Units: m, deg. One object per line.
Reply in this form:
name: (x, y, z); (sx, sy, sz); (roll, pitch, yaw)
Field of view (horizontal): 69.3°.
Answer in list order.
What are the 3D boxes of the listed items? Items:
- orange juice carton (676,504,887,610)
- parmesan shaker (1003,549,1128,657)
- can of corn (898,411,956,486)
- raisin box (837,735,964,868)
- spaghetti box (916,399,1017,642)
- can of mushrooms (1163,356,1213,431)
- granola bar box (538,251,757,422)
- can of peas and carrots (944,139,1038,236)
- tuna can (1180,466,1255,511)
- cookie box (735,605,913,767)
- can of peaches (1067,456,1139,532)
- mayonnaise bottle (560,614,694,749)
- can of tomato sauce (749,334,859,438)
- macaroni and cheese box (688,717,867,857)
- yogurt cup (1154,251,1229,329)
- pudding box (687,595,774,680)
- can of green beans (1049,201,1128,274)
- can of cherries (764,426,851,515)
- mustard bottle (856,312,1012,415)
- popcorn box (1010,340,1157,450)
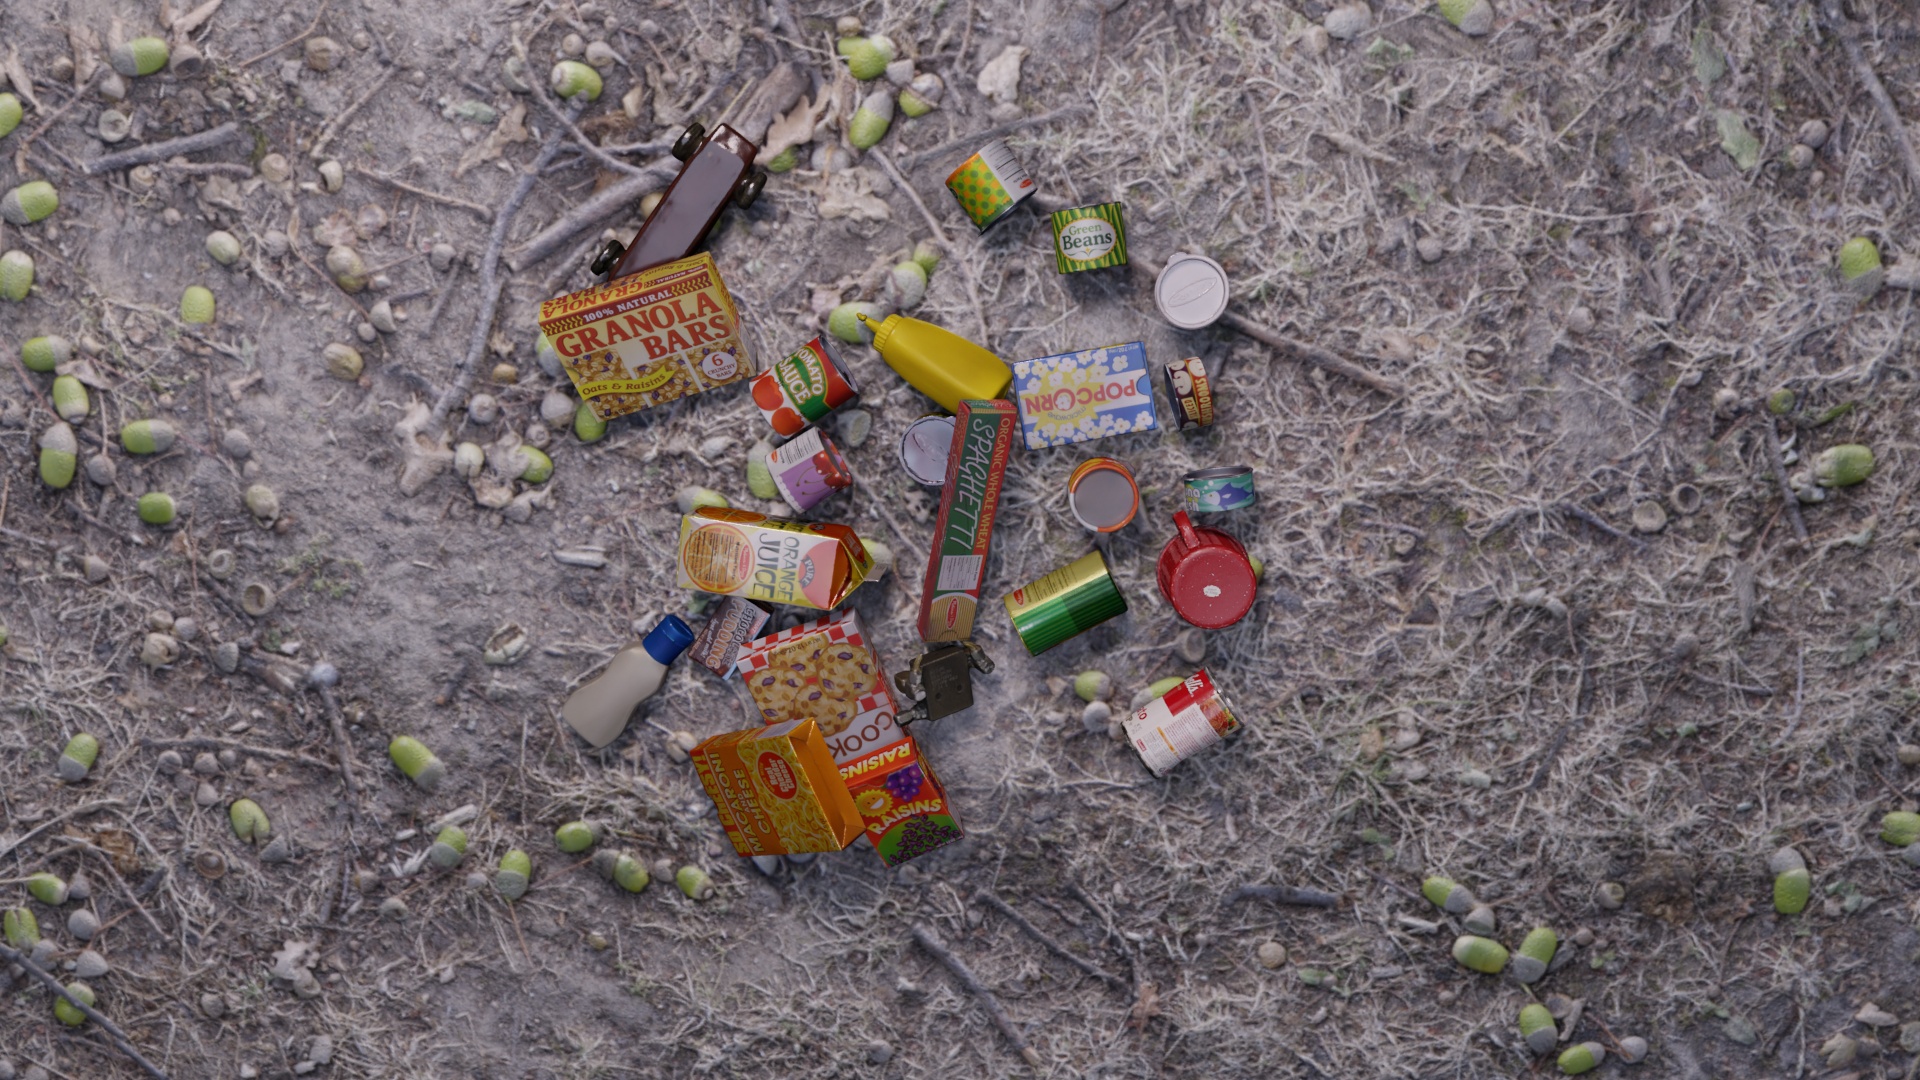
orange juice carton: (-0.169, 0.018, 1.339); (0.193, 0.072, 0.073); (8, 100, 1)
parmesan shaker: (0.102, 0.062, 1.335); (0.103, 0.071, 0.071); (-26, 98, 6)
can of corn: (-0.022, -0.090, 1.322); (0.071, 0.058, 0.071); (0, 100, 3)
raisin box: (-0.060, 0.258, 1.366); (0.086, 0.040, 0.123); (-22, 124, 7)
spaghetti box: (0.005, -0.016, 1.305); (0.050, 0.029, 0.248); (-1, 119, -23)
can of mushrooms: (0.213, -0.136, 1.297); (0.033, 0.071, 0.071); (-12, 99, 3)
granola bar box: (-0.289, -0.187, 1.297); (0.165, 0.039, 0.123); (-16, 133, 5)
can of peas and carrots: (0.026, -0.324, 1.278); (0.071, 0.071, 0.058); (-37, 96, 8)
tuna can: (0.242, -0.048, 1.312); (0.071, 0.071, 0.032); (-7, 100, 4)
cookie box: (-0.129, 0.162, 1.362); (0.123, 0.040, 0.167); (-20, 110, 6)
can of peaches: (0.137, -0.045, 1.322); (0.071, 0.058, 0.071); (1, 100, 3)
mayonnaise bottle: (-0.327, 0.137, 1.383); (0.065, 0.041, 0.148); (44, 98, -5)
can of tomato sauce: (-0.149, -0.145, 1.312); (0.083, 0.071, 0.071); (-32, 97, 8)
macaroni and cheese box: (-0.181, 0.242, 1.347); (0.166, 0.040, 0.123); (-16, 101, 44)
yogurt cup: (0.213, -0.231, 1.290); (0.072, 0.054, 0.072); (0, 100, 3)
pudding box: (-0.227, 0.091, 1.375); (0.049, 0.030, 0.083); (34, 99, -4)
can of green beans: (0.119, -0.279, 1.280); (0.071, 0.071, 0.057); (-8, 100, 4)
can of cherries: (-0.144, -0.066, 1.329); (0.058, 0.071, 0.071); (-30, 97, 6)
mustard bottle: (-0.030, -0.173, 1.307); (0.160, 0.065, 0.048); (32, 143, 11)
popcorn box: (0.116, -0.138, 1.318); (0.127, 0.038, 0.085); (-10, 98, 4)
